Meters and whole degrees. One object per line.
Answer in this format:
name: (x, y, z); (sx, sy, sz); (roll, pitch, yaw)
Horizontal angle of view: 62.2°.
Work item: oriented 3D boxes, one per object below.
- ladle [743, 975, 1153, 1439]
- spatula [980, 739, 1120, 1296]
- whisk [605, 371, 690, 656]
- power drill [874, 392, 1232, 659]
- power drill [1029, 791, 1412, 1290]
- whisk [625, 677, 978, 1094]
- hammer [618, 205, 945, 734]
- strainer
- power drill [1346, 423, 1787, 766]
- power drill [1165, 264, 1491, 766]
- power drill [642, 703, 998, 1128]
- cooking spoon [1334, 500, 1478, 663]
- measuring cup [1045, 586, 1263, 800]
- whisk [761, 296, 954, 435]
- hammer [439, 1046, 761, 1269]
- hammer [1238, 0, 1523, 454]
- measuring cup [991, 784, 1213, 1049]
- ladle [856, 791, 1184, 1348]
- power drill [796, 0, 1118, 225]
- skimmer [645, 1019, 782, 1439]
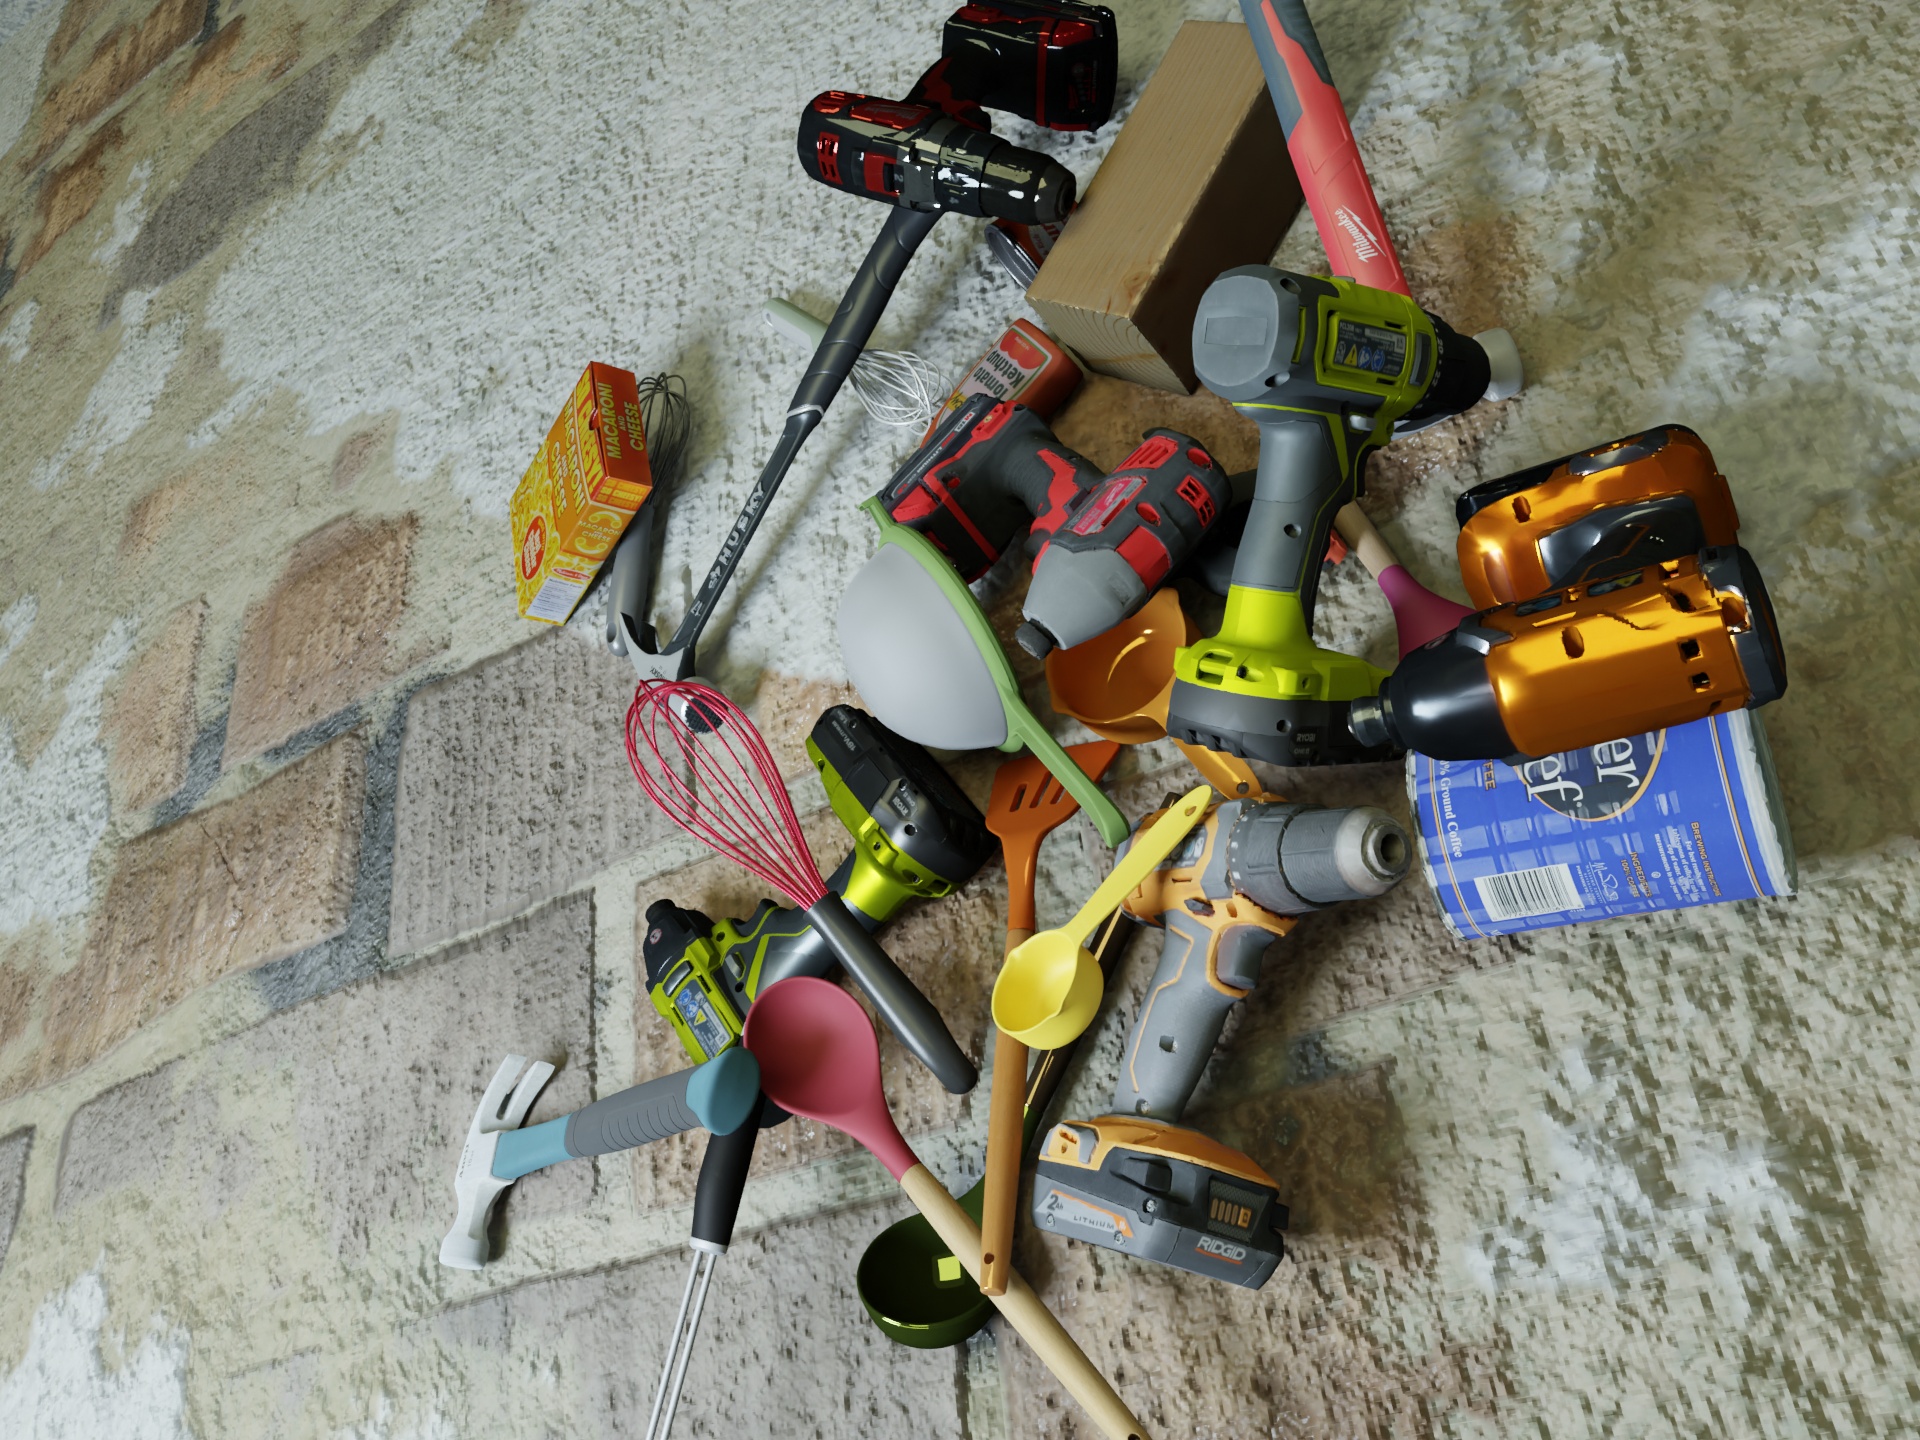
ladle: (-0.008, 0.242, 0.788); (0.069, 0.031, 0.316); (-39, 54, -12)
spatula: (0.035, 0.138, 0.836); (0.081, 0.041, 0.323); (-13, 51, 26)
whisk: (-0.242, -0.161, 1.215); (0.055, 0.055, 0.239); (-8, 68, 32)
power drill: (0.044, -0.112, 0.920); (0.143, 0.078, 0.220); (-48, 33, -8)
power drill: (0.124, 0.142, 0.748); (0.185, 0.084, 0.226); (-17, 53, 61)
whisk: (-0.089, 0.086, 0.871); (0.073, 0.073, 0.296); (-44, 75, 9)
hammer: (-0.118, -0.195, 1.103); (0.149, 0.036, 0.409); (35, 98, 50)
strainer: (-0.001, -0.003, 0.887); (0.069, 0.151, 0.257); (-30, 48, -12)
power drill: (0.262, -0.051, 0.699); (0.164, 0.084, 0.226); (-17, 16, 28)
power drill: (0.186, -0.098, 0.784); (0.080, 0.190, 0.228); (16, 103, 48)
power drill: (-0.098, 0.107, 0.959); (0.223, 0.080, 0.171); (-49, 50, 9)
cooking spoon: (0.222, -0.098, 0.872); (0.068, 0.017, 0.319); (-38, 52, 16)
measuring cup: (0.119, -0.004, 0.878); (0.095, 0.052, 0.174); (-45, 53, 8)
whisk: (-0.082, -0.263, 1.151); (0.059, 0.057, 0.247); (-34, 43, -15)
hammer: (-0.218, 0.243, 0.939); (0.331, 0.033, 0.128); (-27, 48, 45)
hammer: (0.186, -0.338, 0.907); (0.143, 0.038, 0.386); (-17, 77, 8)
measuring cup: (0.077, 0.097, 0.781); (0.156, 0.029, 0.062); (-48, 28, 1)
ladle: (0.043, 0.177, 0.839); (0.078, 0.062, 0.320); (18, 76, 41)
power drill: (0.026, -0.398, 1.047); (0.188, 0.080, 0.227); (22, 49, 22)
skimmer: (-0.136, 0.348, 0.855); (0.127, 0.090, 0.363); (2, 69, 29)
